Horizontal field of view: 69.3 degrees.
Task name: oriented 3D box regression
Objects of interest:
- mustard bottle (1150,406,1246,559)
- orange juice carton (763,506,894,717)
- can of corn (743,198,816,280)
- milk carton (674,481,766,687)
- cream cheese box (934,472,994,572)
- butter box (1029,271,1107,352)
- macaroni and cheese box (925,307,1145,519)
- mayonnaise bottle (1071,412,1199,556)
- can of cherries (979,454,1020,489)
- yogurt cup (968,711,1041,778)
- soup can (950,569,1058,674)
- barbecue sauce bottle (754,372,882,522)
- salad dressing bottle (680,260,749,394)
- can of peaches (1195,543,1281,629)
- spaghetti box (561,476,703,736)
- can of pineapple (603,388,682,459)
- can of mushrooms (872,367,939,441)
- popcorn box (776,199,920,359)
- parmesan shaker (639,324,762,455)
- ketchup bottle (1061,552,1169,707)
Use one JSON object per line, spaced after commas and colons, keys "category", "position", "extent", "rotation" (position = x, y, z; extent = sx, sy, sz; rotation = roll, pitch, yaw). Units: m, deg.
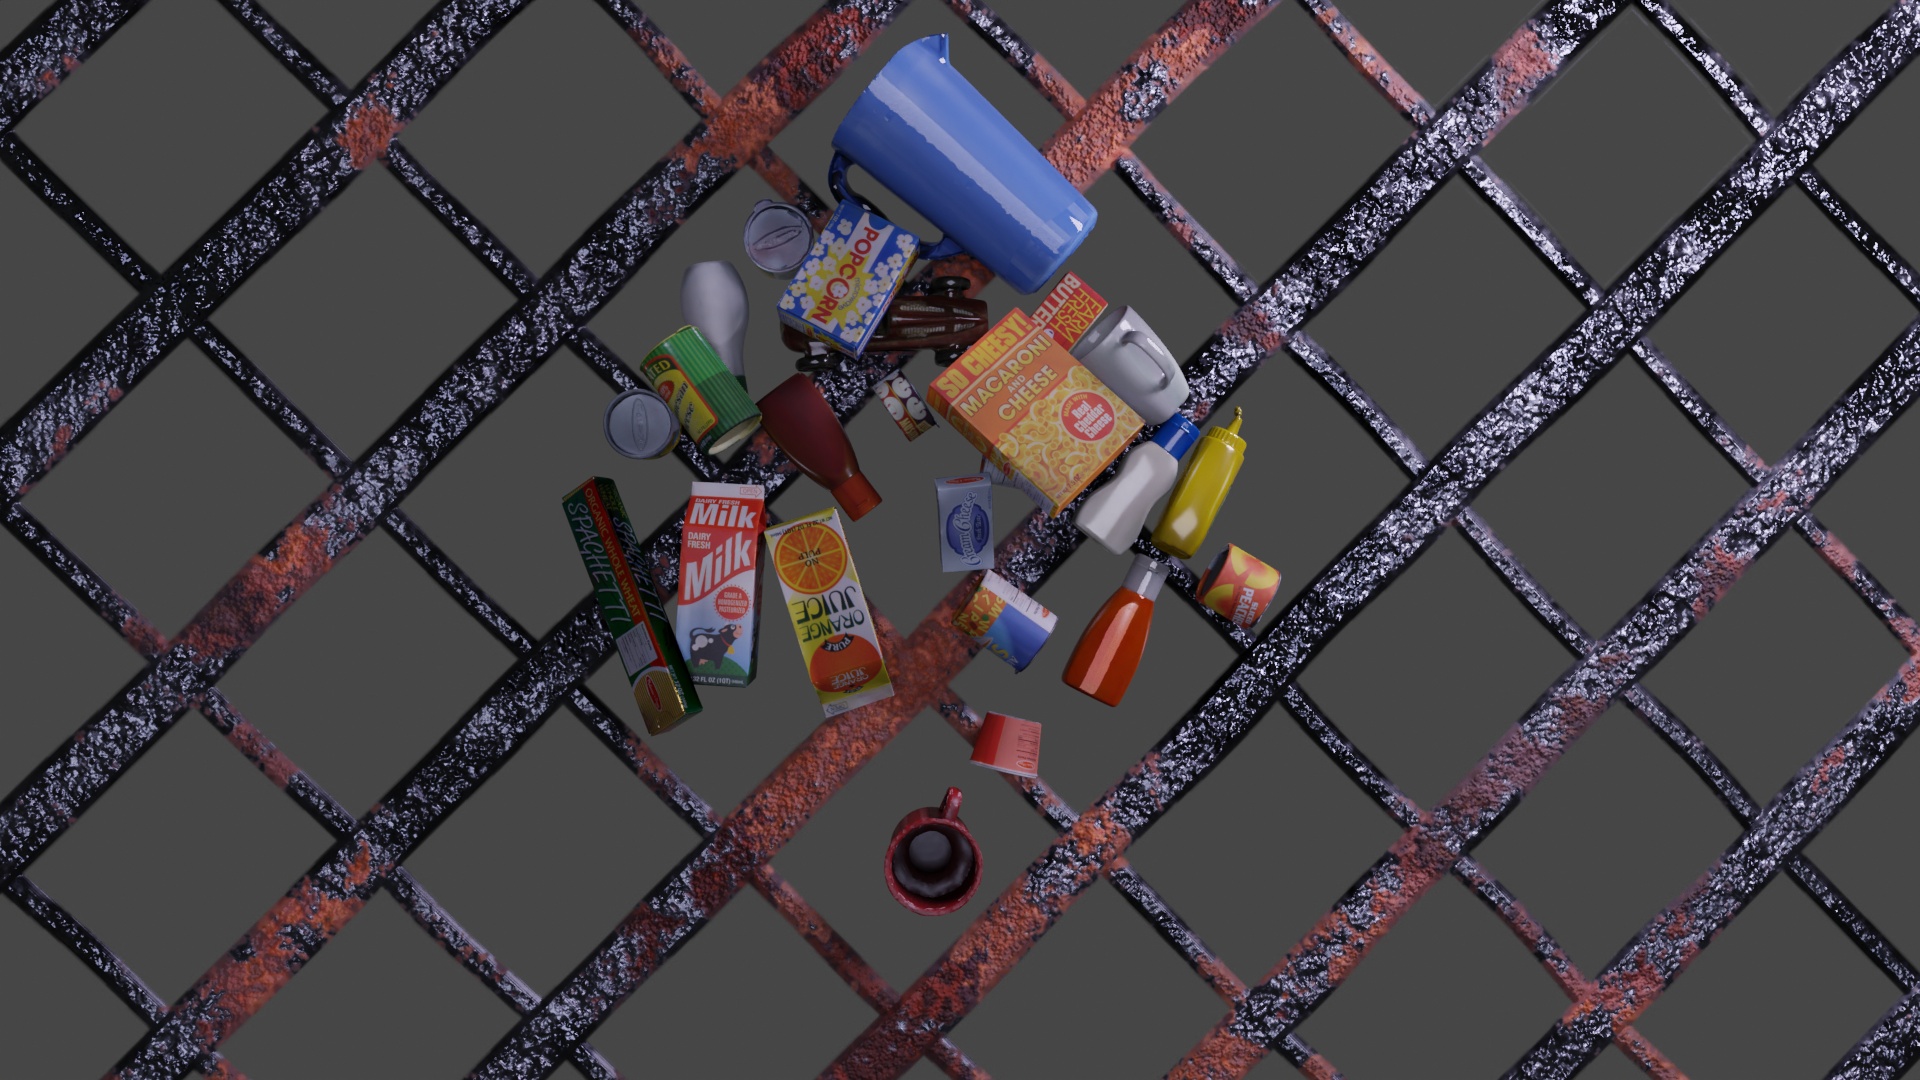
{"category": "mustard bottle", "position": [0.241, -0.059, 1.358], "extent": [0.049, 0.065, 0.160], "rotation": [28, 86, 0]}
{"category": "orange juice carton", "position": [-0.125, 0.069, 1.334], "extent": [0.072, 0.073, 0.192], "rotation": [-17, 93, -3]}
{"category": "can of corn", "position": [-0.173, -0.288, 1.329], "extent": [0.071, 0.058, 0.071], "rotation": [0, 92, -3]}
{"category": "milk carton", "position": [-0.228, 0.040, 1.326], "extent": [0.072, 0.073, 0.190], "rotation": [3, 91, -1]}
{"category": "cream cheese box", "position": [0.005, -0.017, 1.337], "extent": [0.053, 0.024, 0.103], "rotation": [-5, 128, -2]}
{"category": "butter box", "position": [0.093, -0.209, 1.364], "extent": [0.053, 0.024, 0.103], "rotation": [40, 89, -4]}
{"category": "macaroni and cheese box", "position": [0.069, -0.120, 1.302], "extent": [0.166, 0.040, 0.124], "rotation": [43, 71, 10]}
{"category": "mayonnaise bottle", "position": [0.177, -0.058, 1.365], "extent": [0.065, 0.041, 0.148], "rotation": [39, 88, -5]}
{"category": "can of cherries", "position": [0.052, -0.085, 1.347], "extent": [0.058, 0.071, 0.071], "rotation": [11, 91, -3]}
{"category": "yogurt cup", "position": [0.047, 0.198, 1.353], "extent": [0.072, 0.072, 0.054], "rotation": [14, 83, -4]}
{"category": "soup can", "position": [0.041, 0.080, 1.348], "extent": [0.084, 0.071, 0.071], "rotation": [35, 90, -3]}
{"category": "barbecue sauce bottle", "position": [-0.134, -0.087, 1.344], "extent": [0.065, 0.043, 0.148], "rotation": [-37, 94, -3]}
{"category": "salad dressing bottle", "position": [-0.231, -0.192, 1.337], "extent": [0.064, 0.044, 0.147], "rotation": [-9, 94, -5]}
{"category": "can of peaches", "position": [0.270, 0.046, 1.358], "extent": [0.058, 0.071, 0.071], "rotation": [31, 90, -3]}
{"category": "spaghetti box", "position": [-0.309, 0.058, 1.300], "extent": [0.050, 0.029, 0.250], "rotation": [-32, 73, 26]}
{"category": "can of pineapple", "position": [-0.301, -0.109, 1.326], "extent": [0.071, 0.058, 0.071], "rotation": [0, 92, -3]}
{"category": "can of mushrooms", "position": [-0.052, -0.128, 1.336], "extent": [0.033, 0.071, 0.071], "rotation": [-35, 93, -1]}
{"category": "popcorn box", "position": [-0.104, -0.244, 1.302], "extent": [0.085, 0.038, 0.127], "rotation": [28, 78, 7]}
{"category": "parmesan shaker", "position": [-0.239, -0.139, 1.285], "extent": [0.071, 0.071, 0.103], "rotation": [-37, 86, -2]}
{"category": "ketchup bottle", "position": [0.158, 0.086, 1.366], "extent": [0.065, 0.043, 0.149], "rotation": [27, 90, -5]}
